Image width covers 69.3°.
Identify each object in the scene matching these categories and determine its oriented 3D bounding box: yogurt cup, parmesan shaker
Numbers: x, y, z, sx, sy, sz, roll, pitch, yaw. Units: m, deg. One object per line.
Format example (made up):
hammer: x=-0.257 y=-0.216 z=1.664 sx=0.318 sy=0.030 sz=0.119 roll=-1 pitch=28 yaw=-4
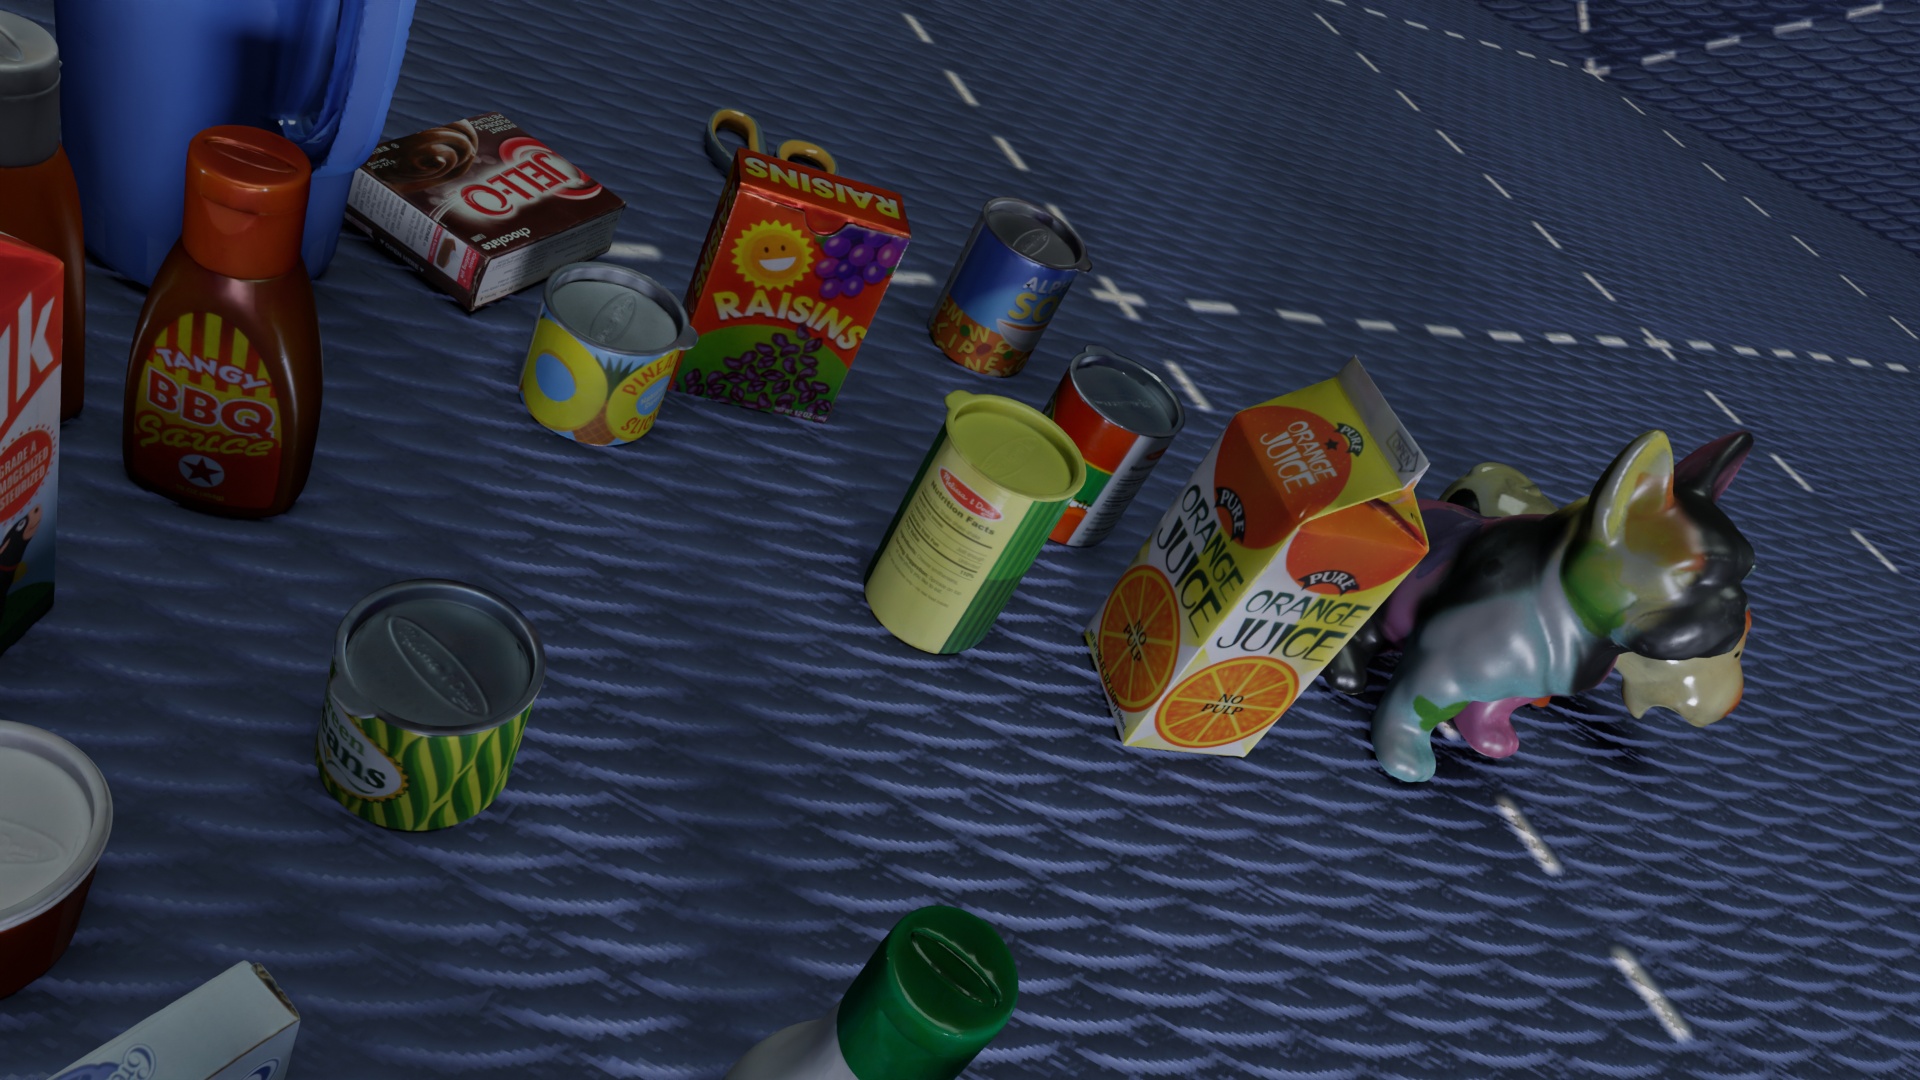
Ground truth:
yogurt cup: x=-0.271 y=0.091 z=0.378 sx=0.072 sy=0.053 sz=0.073 roll=18 pitch=39 yaw=-15
parmesan shaker: x=0.002 y=-0.008 z=0.627 sx=0.071 sy=0.102 sz=0.072 roll=18 pitch=39 yaw=-15

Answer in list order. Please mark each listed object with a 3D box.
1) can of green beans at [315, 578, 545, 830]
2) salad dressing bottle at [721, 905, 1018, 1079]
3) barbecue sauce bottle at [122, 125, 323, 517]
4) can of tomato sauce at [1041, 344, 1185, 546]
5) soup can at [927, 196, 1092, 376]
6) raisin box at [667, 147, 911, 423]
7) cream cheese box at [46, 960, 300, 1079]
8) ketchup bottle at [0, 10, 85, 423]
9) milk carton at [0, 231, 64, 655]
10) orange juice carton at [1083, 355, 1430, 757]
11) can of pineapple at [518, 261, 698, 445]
can of green beans: x=-0.181 y=0.056 z=0.473 sx=0.071 sy=0.057 sz=0.071 roll=18 pitch=39 yaw=-15
salad dressing bottle: x=-0.031 y=0.155 z=0.387 sx=0.064 sy=0.146 sz=0.044 roll=38 pitch=38 yaw=9
barbecue sauce bottle: x=-0.259 y=-0.075 z=0.495 sx=0.065 sy=0.147 sz=0.044 roll=18 pitch=39 yaw=-16
can of tomato sauce: x=0.068 y=-0.049 z=0.733 sx=0.071 sy=0.082 sz=0.071 roll=18 pitch=39 yaw=-15
soup can: x=0.028 y=-0.146 z=0.816 sx=0.071 sy=0.083 sz=0.072 roll=18 pitch=39 yaw=-15
raisin box: x=-0.087 y=-0.121 z=0.680 sx=0.086 sy=0.122 sz=0.040 roll=12 pitch=41 yaw=-22
cream cheese box: x=-0.219 y=0.153 z=0.343 sx=0.024 sy=0.053 sz=0.104 roll=41 pitch=39 yaw=14
ketchup bottle: x=-0.335 y=-0.110 z=0.484 sx=0.065 sy=0.148 sz=0.044 roll=39 pitch=38 yaw=11
milk carton: x=-0.306 y=-0.034 z=0.384 sx=0.072 sy=0.189 sz=0.074 roll=24 pitch=38 yaw=-8
orange juice carton: x=0.136 y=0.011 z=0.621 sx=0.073 sy=0.191 sz=0.072 roll=9 pitch=42 yaw=-25
can of pineapple: x=-0.164 y=-0.085 z=0.642 sx=0.071 sy=0.057 sz=0.071 roll=18 pitch=39 yaw=-15
